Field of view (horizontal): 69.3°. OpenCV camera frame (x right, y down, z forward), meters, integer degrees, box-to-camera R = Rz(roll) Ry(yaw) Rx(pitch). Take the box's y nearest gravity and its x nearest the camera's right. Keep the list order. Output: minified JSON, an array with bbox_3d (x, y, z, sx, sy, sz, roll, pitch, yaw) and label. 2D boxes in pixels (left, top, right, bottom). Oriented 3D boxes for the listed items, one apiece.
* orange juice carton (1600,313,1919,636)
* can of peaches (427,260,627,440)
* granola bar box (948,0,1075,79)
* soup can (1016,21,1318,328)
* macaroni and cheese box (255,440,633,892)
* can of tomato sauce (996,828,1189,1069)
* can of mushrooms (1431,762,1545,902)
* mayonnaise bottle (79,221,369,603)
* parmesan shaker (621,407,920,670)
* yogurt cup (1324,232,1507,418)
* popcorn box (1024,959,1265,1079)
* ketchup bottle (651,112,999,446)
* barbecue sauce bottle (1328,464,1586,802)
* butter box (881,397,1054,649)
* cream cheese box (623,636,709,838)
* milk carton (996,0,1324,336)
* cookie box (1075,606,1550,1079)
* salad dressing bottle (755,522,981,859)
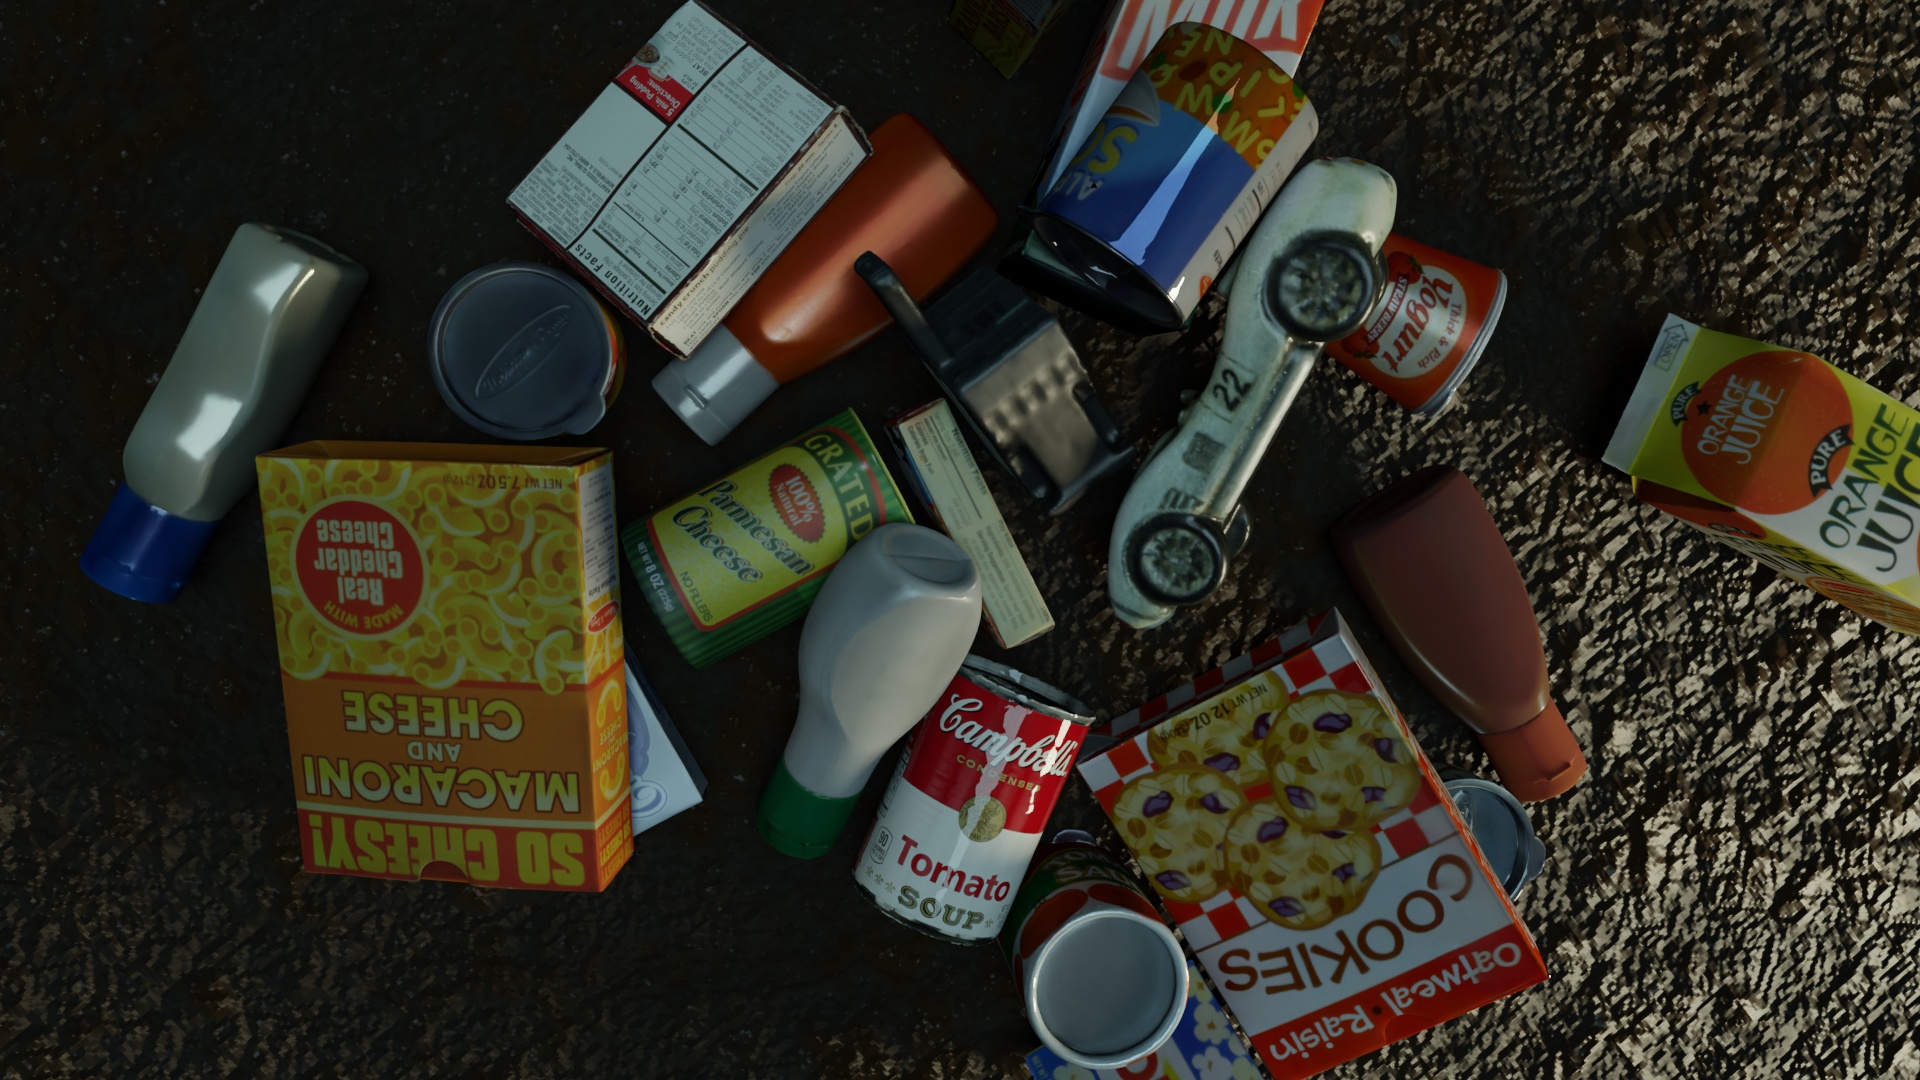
[{"bbox_3d":[0.372,-0.025,0.603,0.193,0.073,0.072,25,92,-8],"label":"orange juice carton"},{"bbox_3d":[-0.164,-0.070,0.539,0.071,0.058,0.071,-1,95,-8],"label":"can of peaches"},{"bbox_3d":[0.066,-0.261,0.519,0.039,0.124,0.165,40,89,-8],"label":"granola bar box"},{"bbox_3d":[0.072,-0.129,0.487,0.071,0.071,0.084,35,90,-9],"label":"soup can"},{"bbox_3d":[-0.193,0.048,0.528,0.124,0.040,0.166,2,103,8],"label":"macaroni and cheese box"},{"bbox_3d":[0.052,0.166,0.572,0.071,0.083,0.071,-1,96,-7],"label":"can of tomato sauce"},{"bbox_3d":[0.218,0.134,0.616,0.071,0.033,0.071,-1,94,-7],"label":"can of mushrooms"},{"bbox_3d":[-0.281,-0.048,0.526,0.041,0.065,0.148,31,94,-6],"label":"mayonnaise bottle"},{"bbox_3d":[-0.072,0.002,0.551,0.103,0.071,0.071,-28,98,-4],"label":"parmesan shaker"},{"bbox_3d":[0.185,-0.093,0.579,0.054,0.072,0.072,27,91,-1],"label":"yogurt cup"},{"bbox_3d":[0.093,0.251,0.573,0.085,0.038,0.127,-29,57,-5],"label":"popcorn box"},{"bbox_3d":[-0.057,-0.100,0.557,0.149,0.043,0.064,-43,97,-2],"label":"ketchup bottle"},{"bbox_3d":[0.222,0.044,0.605,0.065,0.044,0.148,-32,98,-3],"label":"barbecue sauce bottle"},{"bbox_3d":[0.002,-0.007,0.568,0.024,0.053,0.103,-27,98,-6],"label":"butter box"},{"bbox_3d":[-0.152,0.072,0.569,0.053,0.024,0.103,-28,97,-3],"label":"cream cheese box"},{"bbox_3d":[0.087,-0.184,0.554,0.073,0.072,0.190,22,91,-8],"label":"milk carton"},{"bbox_3d":[0.145,0.130,0.580,0.122,0.040,0.167,-30,95,17],"label":"cookie box"},{"bbox_3d":[-0.041,0.063,0.544,0.064,0.044,0.147,5,126,-33],"label":"salad dressing bottle"}]
